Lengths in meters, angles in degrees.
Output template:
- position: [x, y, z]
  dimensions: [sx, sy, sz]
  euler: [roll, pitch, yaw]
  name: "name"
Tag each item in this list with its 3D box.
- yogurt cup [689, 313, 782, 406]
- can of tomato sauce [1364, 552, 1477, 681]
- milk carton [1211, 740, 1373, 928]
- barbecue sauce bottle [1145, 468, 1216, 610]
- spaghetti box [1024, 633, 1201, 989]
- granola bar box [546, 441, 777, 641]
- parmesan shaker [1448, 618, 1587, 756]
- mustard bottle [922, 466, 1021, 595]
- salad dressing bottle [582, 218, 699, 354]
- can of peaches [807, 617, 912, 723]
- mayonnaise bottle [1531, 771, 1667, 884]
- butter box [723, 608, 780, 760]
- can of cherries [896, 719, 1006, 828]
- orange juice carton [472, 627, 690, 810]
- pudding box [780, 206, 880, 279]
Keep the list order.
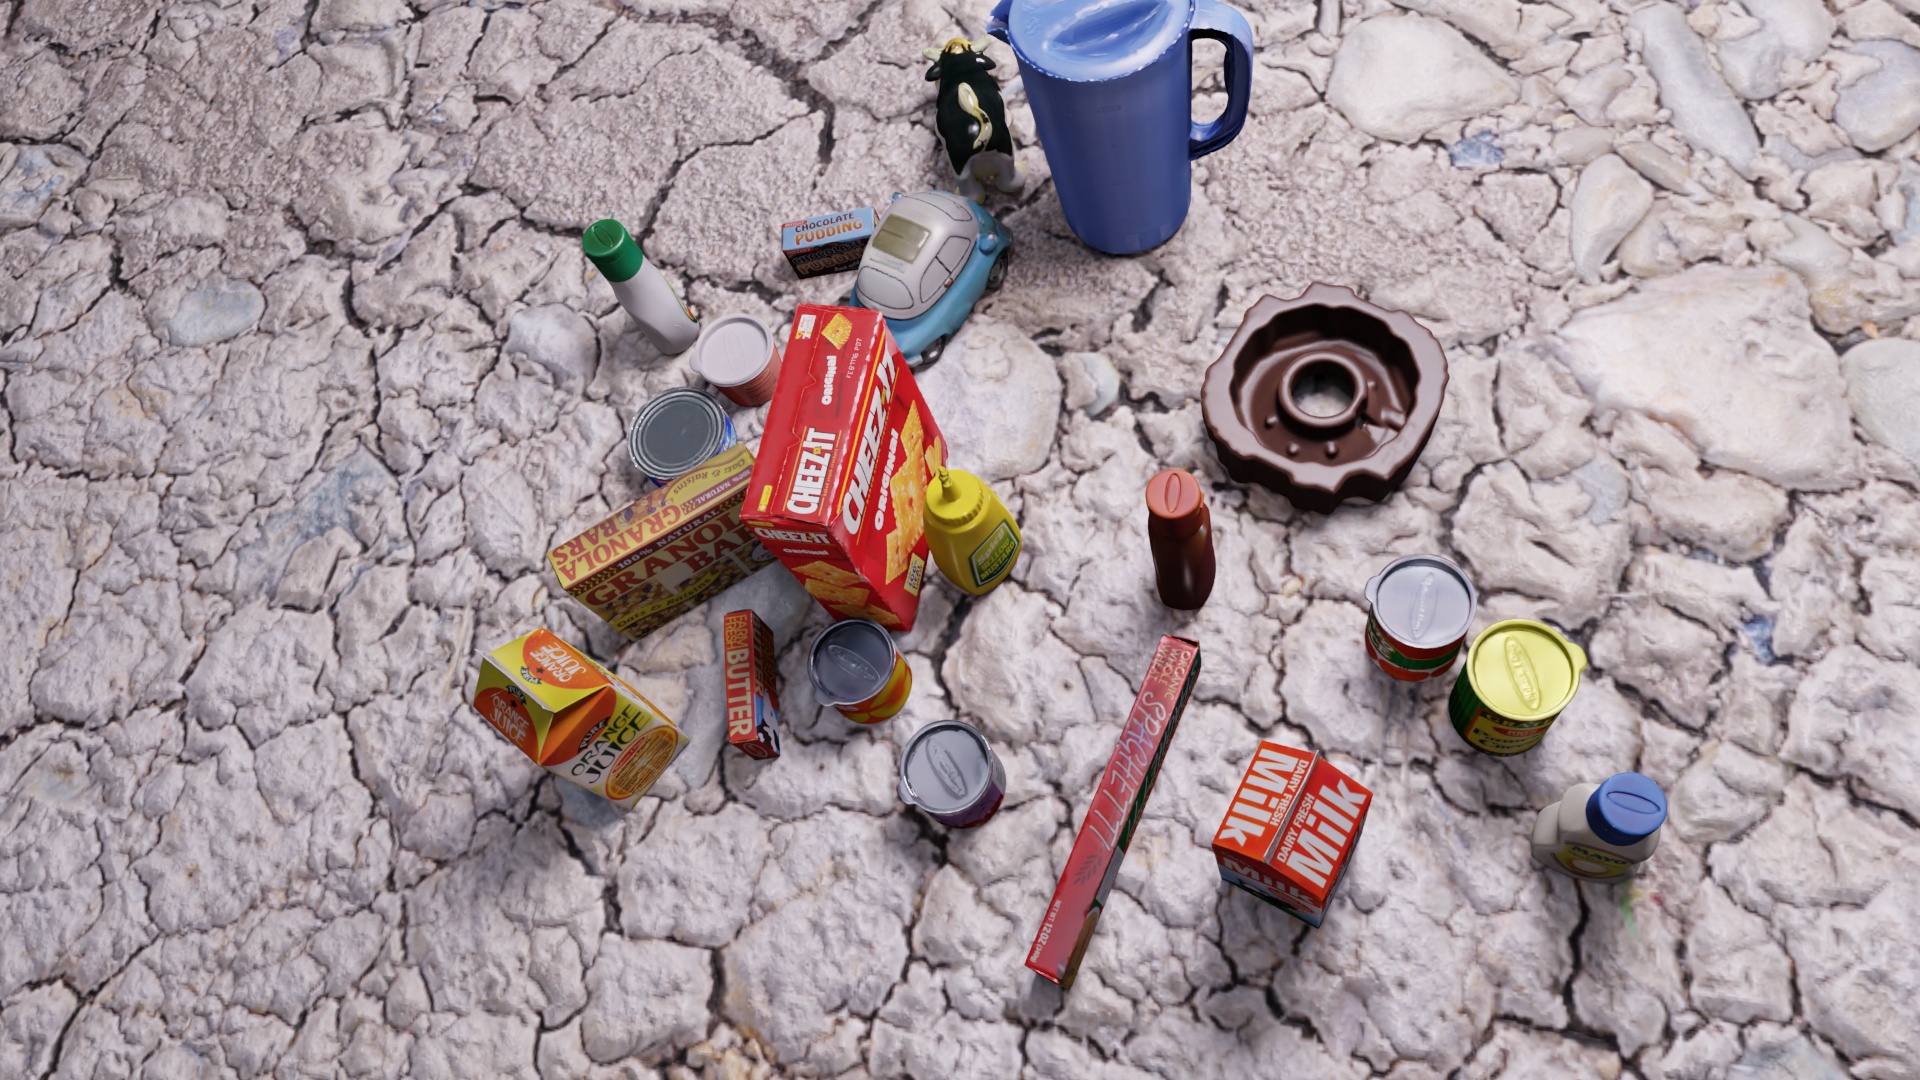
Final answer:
- position: [-0.181, -0.147, 1.158]
  dimensions: [0.072, 0.053, 0.072]
  euler: [-5, 67, 11]
  name: "yogurt cup"
- position: [0.310, 0.054, 0.947]
  dimensions: [0.071, 0.083, 0.071]
  euler: [-5, 67, 11]
  name: "can of tomato sauce"
- position: [0.204, 0.181, 0.857]
  dimensions: [0.073, 0.190, 0.072]
  euler: [25, 75, 21]
  name: "milk carton"
- position: [0.154, -0.003, 0.970]
  dimensions: [0.044, 0.148, 0.065]
  euler: [4, 69, 14]
  name: "barbecue sauce bottle"
- position: [0.109, 0.183, 0.955]
  dimensions: [0.029, 0.050, 0.251]
  euler: [19, 73, 19]
  name: "spaghetti box"
- position: [-0.211, 0.005, 1.061]
  dimensions: [0.165, 0.124, 0.039]
  euler: [-30, 65, -1]
  name: "granola bar box"
- position: [0.362, 0.098, 0.906]
  dimensions: [0.071, 0.102, 0.071]
  euler: [-5, 67, 11]
  name: "parmesan shaker"
- position: [0.004, -0.013, 1.001]
  dimensions: [0.049, 0.159, 0.065]
  euler: [38, 80, 23]
  name: "mustard bottle"
- position: [-0.265, -0.209, 1.152]
  dimensions: [0.044, 0.147, 0.064]
  euler: [-41, 65, -6]
  name: "salad dressing bottle"
- position: [-0.075, 0.099, 1.027]
  dimensions: [0.071, 0.058, 0.071]
  euler: [-5, 67, 11]
  name: "can of peaches"
- position: [0.390, 0.174, 0.842]
  dimensions: [0.065, 0.147, 0.041]
  euler: [15, 72, 18]
  name: "mayonnaise bottle"
- position: [-0.157, 0.108, 1.044]
  dimensions: [0.024, 0.053, 0.104]
  euler: [-11, 66, 8]
  name: "butter box"
- position: [-0.007, 0.167, 0.983]
  dimensions: [0.071, 0.058, 0.072]
  euler: [-5, 67, 11]
  name: "can of cherries"
- position: [-0.273, 0.125, 0.986]
  dimensions: [0.072, 0.192, 0.073]
  euler: [35, 79, 23]
  name: "orange juice carton"
- position: [-0.107, -0.255, 1.190]
  dimensions: [0.084, 0.049, 0.030]
  euler: [-8, 66, 9]
  name: "pudding box"
